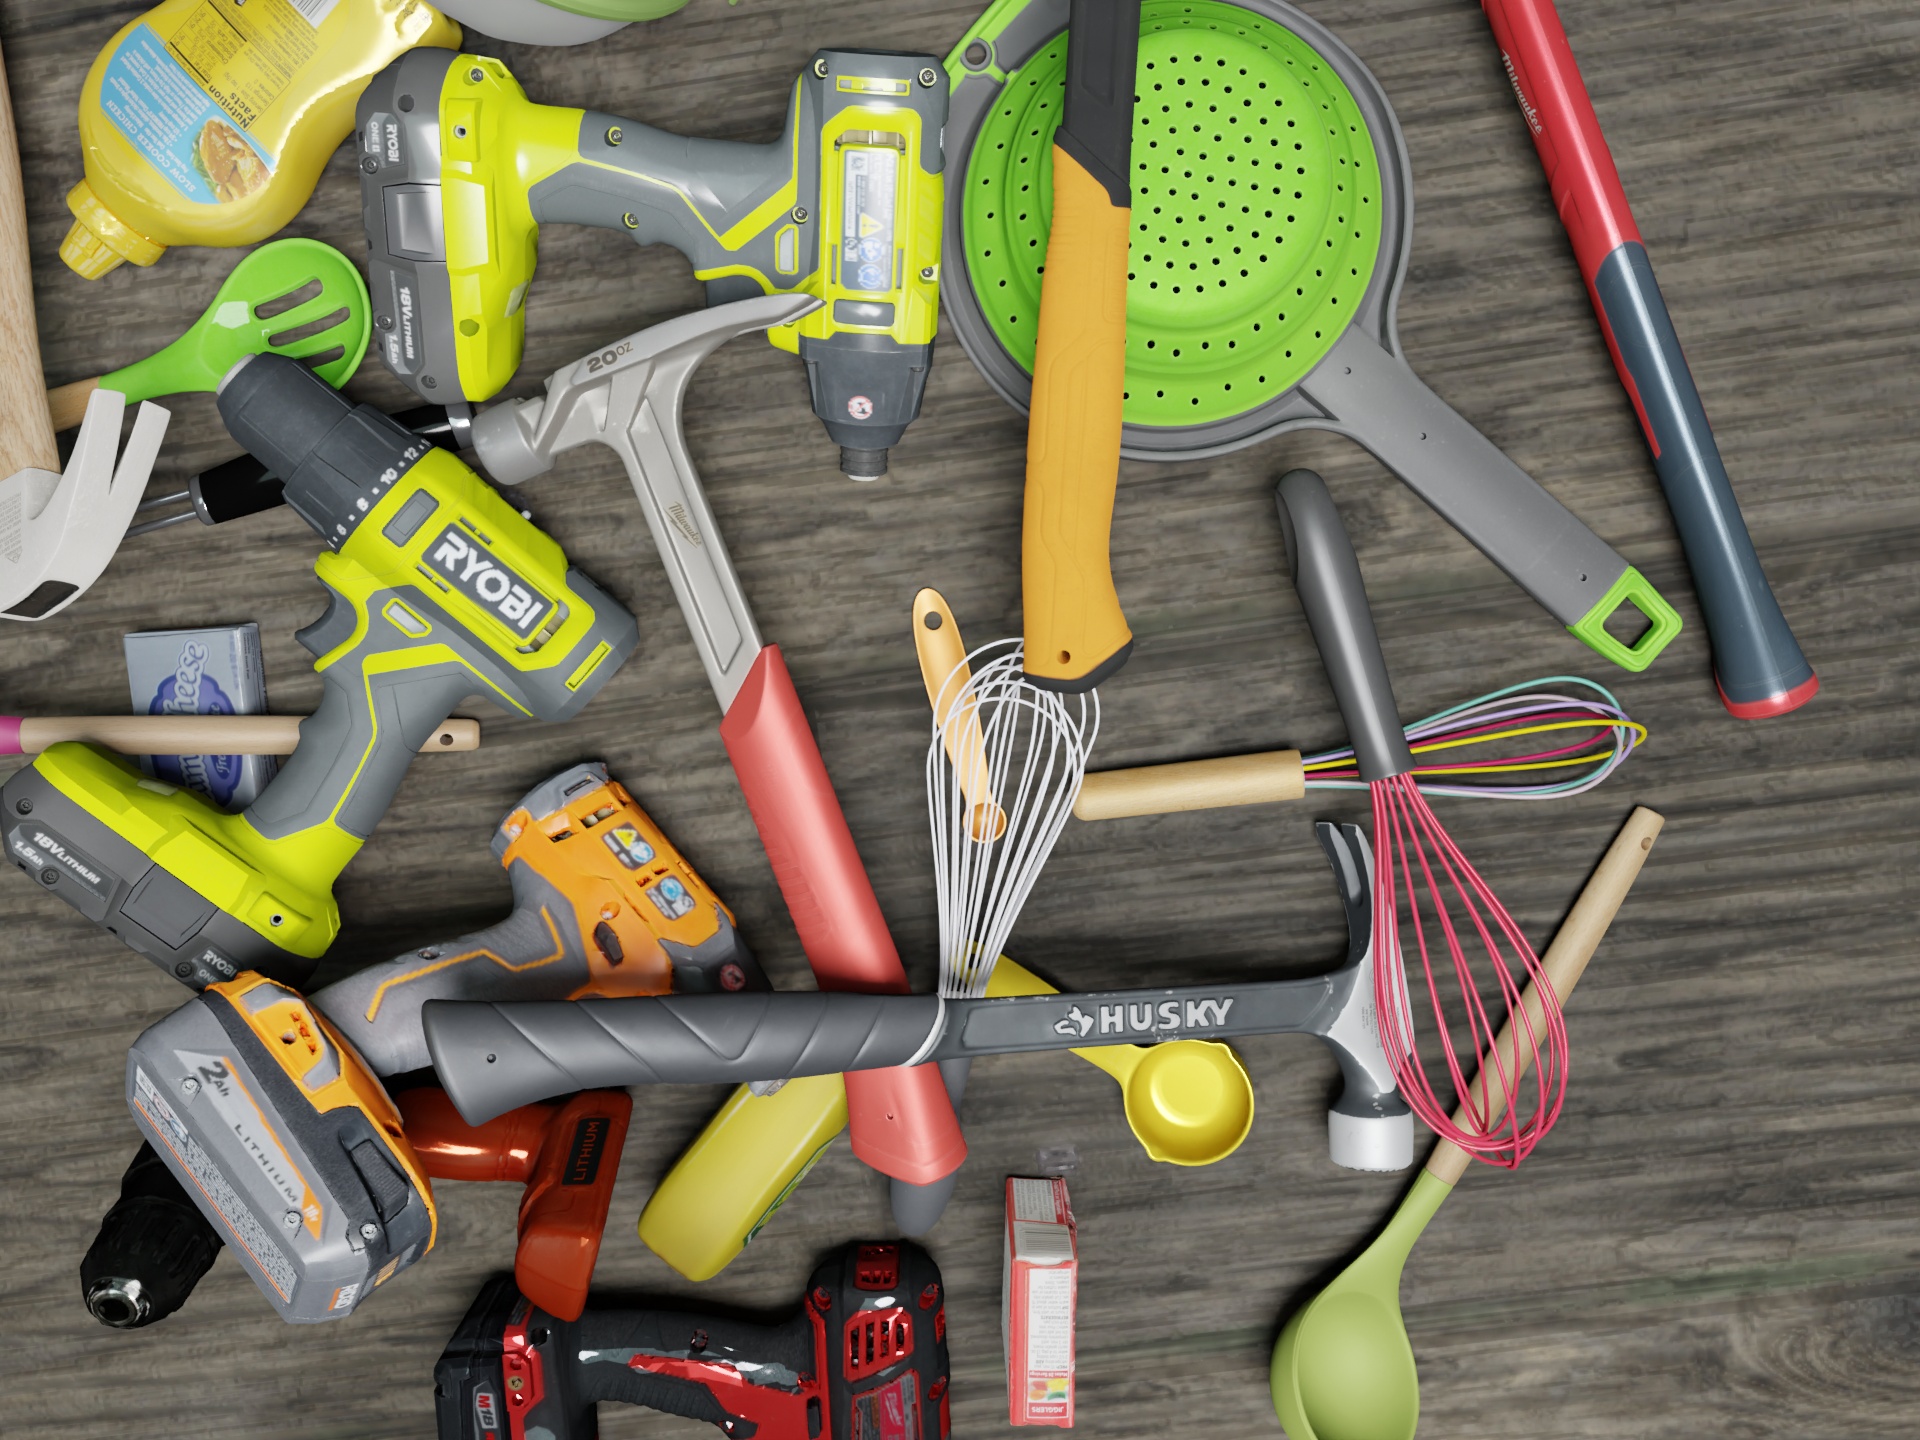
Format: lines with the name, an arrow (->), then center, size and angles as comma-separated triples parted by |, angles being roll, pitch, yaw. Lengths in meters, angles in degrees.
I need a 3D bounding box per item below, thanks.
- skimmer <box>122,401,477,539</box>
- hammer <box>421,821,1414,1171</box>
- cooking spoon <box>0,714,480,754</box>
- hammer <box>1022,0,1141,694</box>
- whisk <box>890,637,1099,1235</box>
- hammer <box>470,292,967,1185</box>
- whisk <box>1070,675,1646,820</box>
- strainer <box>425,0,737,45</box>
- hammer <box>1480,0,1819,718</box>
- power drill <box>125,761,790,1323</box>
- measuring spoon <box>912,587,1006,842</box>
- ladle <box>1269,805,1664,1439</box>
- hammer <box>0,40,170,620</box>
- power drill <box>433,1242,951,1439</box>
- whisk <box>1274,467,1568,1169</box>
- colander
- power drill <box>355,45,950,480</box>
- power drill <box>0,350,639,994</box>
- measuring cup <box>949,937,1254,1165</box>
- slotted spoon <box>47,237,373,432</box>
skimmer -> -0.387, -0.074, 0.709 | 0.363, 0.090, 0.127 | -18, 84, -6
hammer -> 0.004, 0.115, 0.624 | 0.408, 0.036, 0.149 | 1, 87, -21
cooking spoon -> -0.372, 0.007, 0.681 | 0.318, 0.017, 0.068 | 0, 104, -13
hammer -> 0.039, -0.177, 0.583 | 0.127, 0.034, 0.336 | 4, 103, 8
whisk -> 0.005, 0.101, 0.688 | 0.070, 0.070, 0.284 | 11, 107, 1
hammer -> -0.064, 0.018, 0.643 | 0.149, 0.037, 0.359 | -19, 97, 11
whisk -> 0.169, 0.018, 0.688 | 0.245, 0.047, 0.051 | -7, 97, 6
strainer -> -0.207, -0.290, 0.598 | 0.151, 0.256, 0.069 | 45, 133, -4
hammer -> 0.263, -0.177, 0.624 | 0.038, 0.143, 0.386 | -24, 99, 8
power drill -> -0.179, 0.128, 0.626 | 0.164, 0.226, 0.084 | 47, 137, 10
measuring spoon -> -0.001, -0.002, 0.711 | 0.021, 0.011, 0.117 | -14, 92, 3
ladle -> 0.230, 0.183, 0.696 | 0.078, 0.062, 0.320 | 27, 94, -25
hammer -> -0.394, -0.202, 0.648 | 0.130, 0.031, 0.331 | -19, 78, 22
power drill -> -0.113, 0.316, 0.716 | 0.219, 0.078, 0.143 | -4, 96, 0
whisk -> 0.179, 0.040, 0.642 | 0.073, 0.073, 0.296 | -18, 91, 4
colander -> 0.149, -0.156, 0.643 | 0.397, 0.094, 0.204 | 41, 96, -2
power drill -> -0.120, -0.188, 0.654 | 0.223, 0.080, 0.171 | 4, 115, 0
power drill -> -0.273, -0.017, 0.654 | 0.190, 0.080, 0.228 | 41, 82, -16
measuring cup -> 0.061, 0.141, 0.718 | 0.156, 0.029, 0.062 | 32, 100, 11
slotted spoon -> -0.401, -0.140, 0.705 | 0.314, 0.031, 0.070 | -16, 95, 6
